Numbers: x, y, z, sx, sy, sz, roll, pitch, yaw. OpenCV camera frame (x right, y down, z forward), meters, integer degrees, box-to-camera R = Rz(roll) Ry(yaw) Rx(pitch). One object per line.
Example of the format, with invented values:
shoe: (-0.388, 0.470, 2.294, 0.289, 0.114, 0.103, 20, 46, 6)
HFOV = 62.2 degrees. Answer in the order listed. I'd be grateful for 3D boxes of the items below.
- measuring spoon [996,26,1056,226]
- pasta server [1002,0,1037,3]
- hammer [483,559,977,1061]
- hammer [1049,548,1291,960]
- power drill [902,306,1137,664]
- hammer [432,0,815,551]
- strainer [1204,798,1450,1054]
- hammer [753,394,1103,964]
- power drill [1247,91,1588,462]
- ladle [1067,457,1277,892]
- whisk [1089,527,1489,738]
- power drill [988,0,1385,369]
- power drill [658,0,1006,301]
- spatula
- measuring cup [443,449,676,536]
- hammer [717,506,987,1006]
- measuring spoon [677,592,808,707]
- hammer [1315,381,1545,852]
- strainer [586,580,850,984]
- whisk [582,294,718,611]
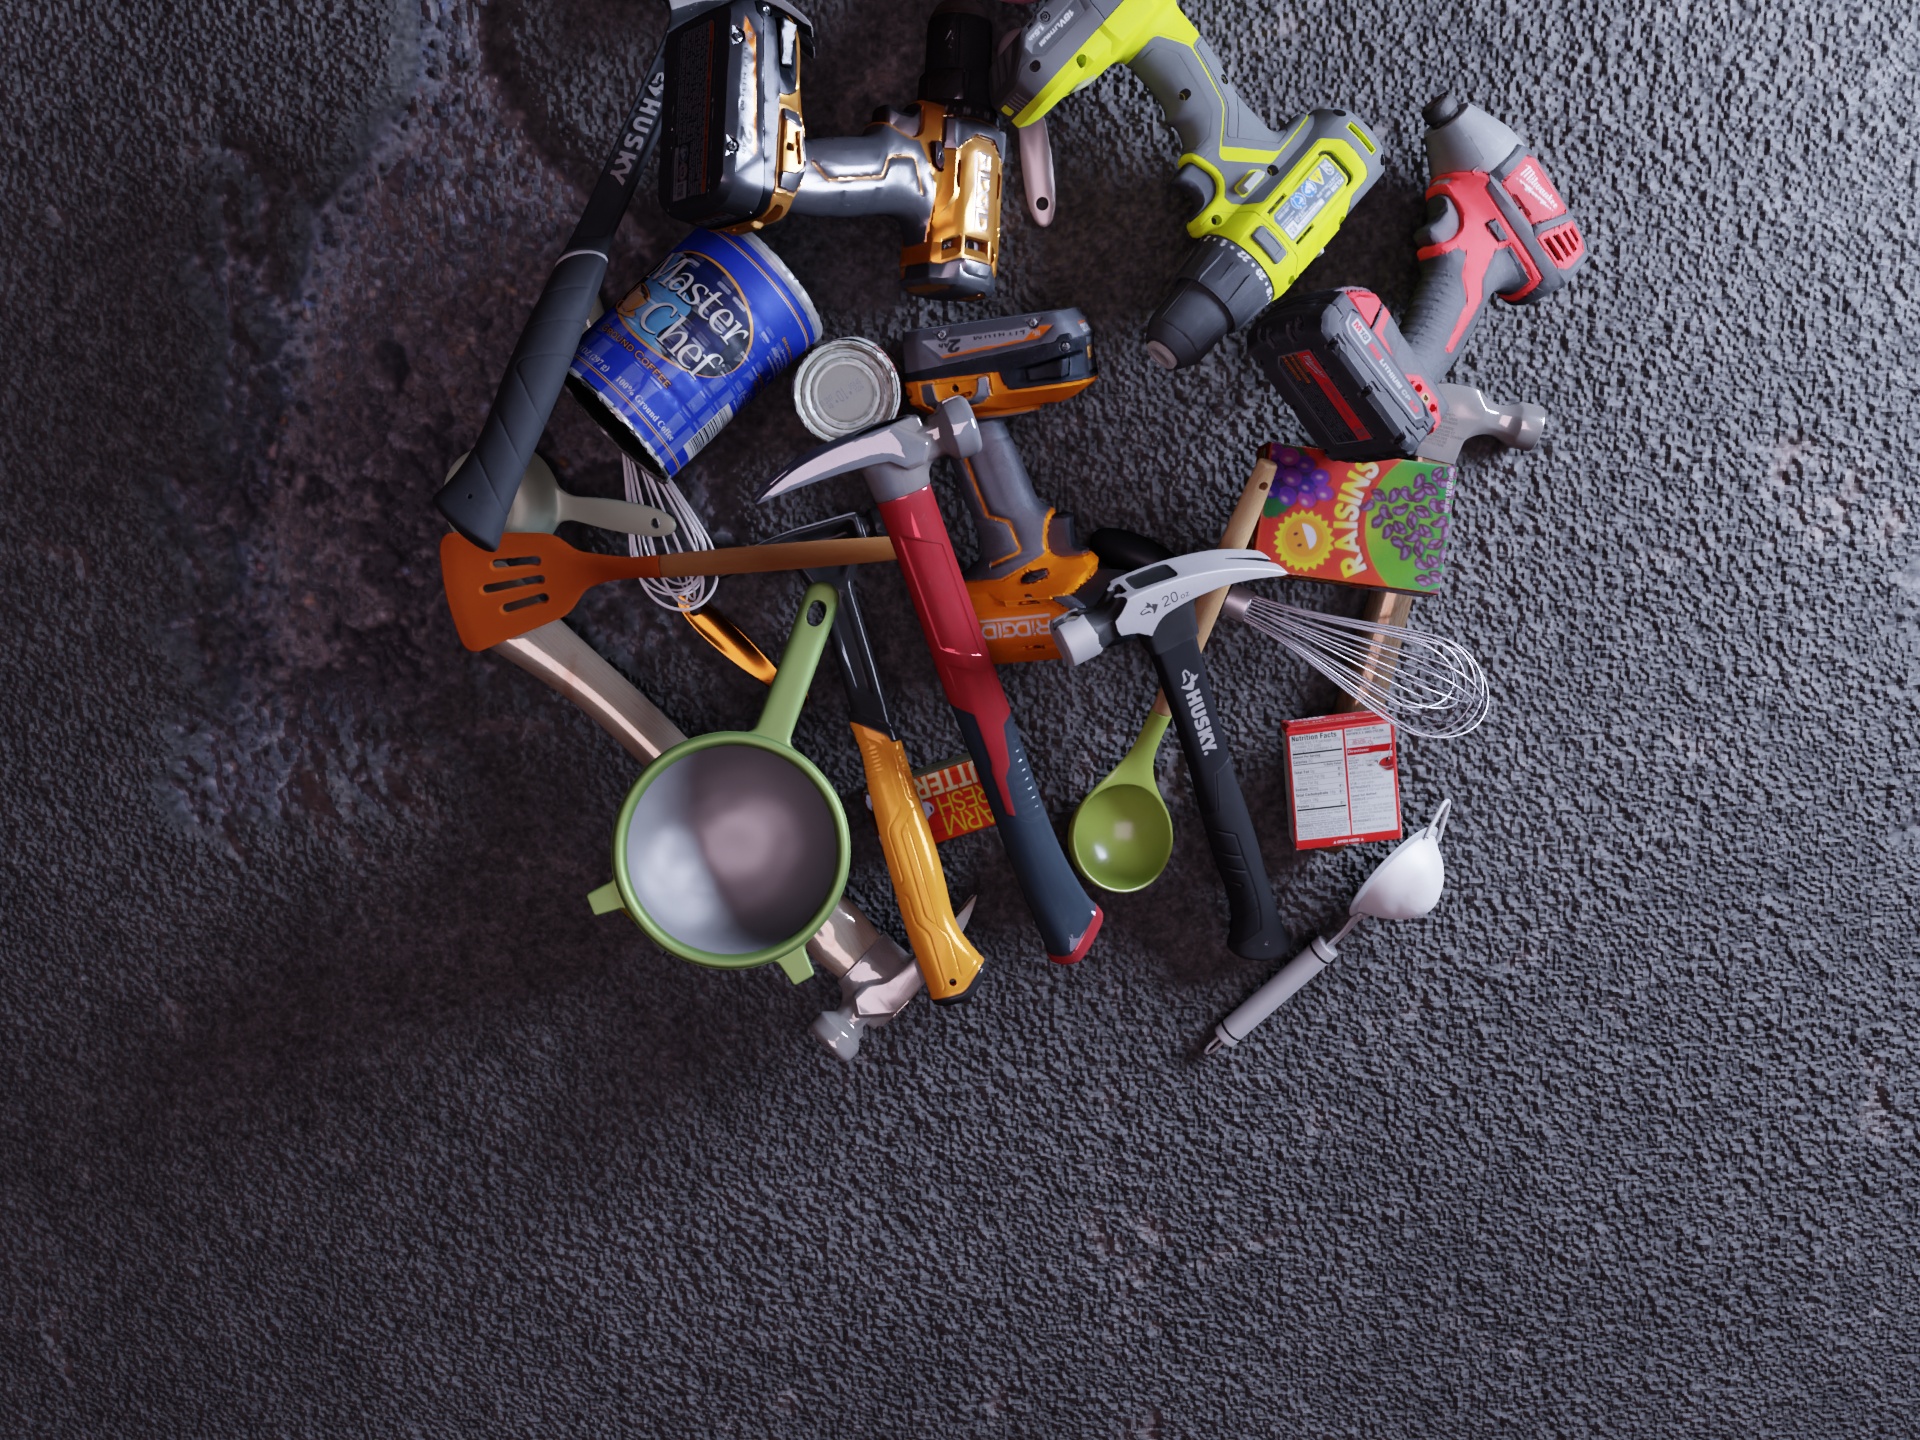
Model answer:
measuring spoon: (0.047, -0.384, 1.029, 0.034, 0.018, 0.124, -8, 103, 2)
pasta server: (-0.083, -0.496, 0.996, 0.316, 0.040, 0.060, 11, 66, 0)
hammer: (-0.173, 0.039, 1.090, 0.410, 0.038, 0.146, 45, 79, -2)
hammer: (0.173, 0.036, 1.056, 0.146, 0.035, 0.334, -26, 124, -5)
power drill: (0.052, -0.150, 1.041, 0.164, 0.084, 0.226, -4, 106, 15)
hammer: (-0.214, -0.287, 0.949, 0.149, 0.036, 0.409, 17, 75, 4)
strainer: (0.266, 0.159, 1.131, 0.258, 0.086, 0.050, -47, 61, 20)
hammer: (-0.002, -0.003, 1.029, 0.143, 0.038, 0.386, -21, 110, -3)
power drill: (0.286, -0.276, 0.984, 0.220, 0.078, 0.143, -48, 111, -15)
ladle: (0.147, -0.022, 1.052, 0.078, 0.062, 0.320, 8, 121, -20)
whisk: (0.214, -0.064, 1.058, 0.285, 0.070, 0.070, 25, 103, 12)
power drill: (0.129, -0.351, 0.983, 0.228, 0.080, 0.190, 43, 84, -14)
power drill: (-0.063, -0.363, 0.956, 0.226, 0.084, 0.185, 1, 94, -42)
spatula: (-0.172, -0.099, 1.031, 0.322, 0.041, 0.081, -4, 111, 7)
measuring cup: (-0.269, -0.139, 1.054, 0.167, 0.038, 0.083, 11, 108, 19)
hammer: (-0.059, 0.030, 1.071, 0.127, 0.034, 0.337, -17, 88, -3)
measuring spoon: (-0.152, -0.049, 1.115, 0.117, 0.011, 0.021, 42, 101, -5)
hammer: (0.288, -0.067, 1.092, 0.130, 0.031, 0.331, 13, 103, -2)
strainer: (-0.130, 0.033, 1.038, 0.151, 0.069, 0.256, 19, 85, -3)
whisk: (-0.221, -0.191, 1.068, 0.059, 0.058, 0.246, -23, 101, -29)
